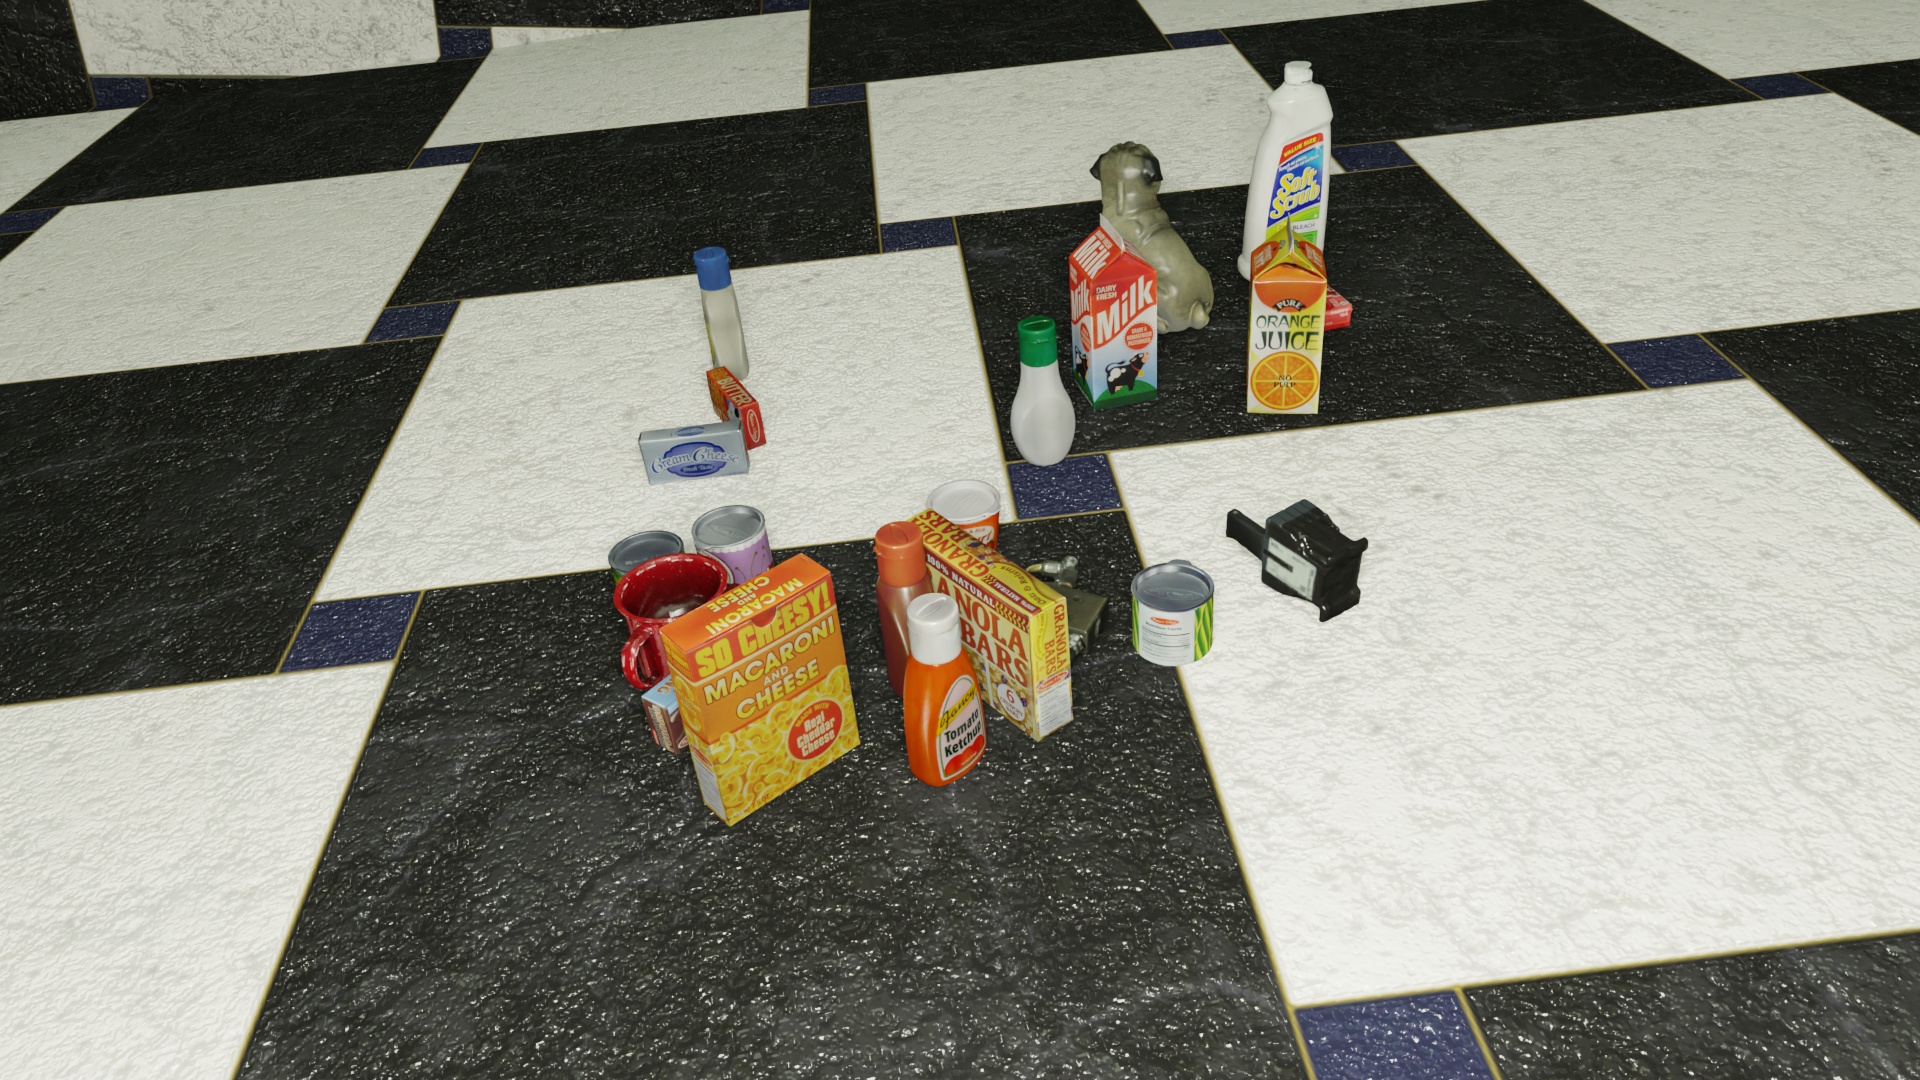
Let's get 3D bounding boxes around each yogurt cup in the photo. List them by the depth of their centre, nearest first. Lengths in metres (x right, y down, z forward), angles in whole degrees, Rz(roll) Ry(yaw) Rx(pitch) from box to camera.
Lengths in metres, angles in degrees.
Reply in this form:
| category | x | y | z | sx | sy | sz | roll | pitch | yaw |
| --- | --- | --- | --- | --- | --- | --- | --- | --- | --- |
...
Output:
| category | x | y | z | sx | sy | sz | roll | pitch | yaw |
| --- | --- | --- | --- | --- | --- | --- | --- | --- | --- |
| yogurt cup | 0.005 | -0.016 | 1.263 | 0.072 | 0.053 | 0.073 | -4 | 35 | 3 |

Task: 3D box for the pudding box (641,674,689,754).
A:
| category | x | y | z | sx | sy | sz | roll | pitch | yaw |
| --- | --- | --- | --- | --- | --- | --- | --- | --- | --- |
| pudding box | -0.209 | 0.123 | 1.098 | 0.030 | 0.049 | 0.084 | 19 | 42 | 31 |

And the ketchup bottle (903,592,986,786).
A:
| category | x | y | z | sx | sy | sz | roll | pitch | yaw |
| --- | --- | --- | --- | --- | --- | --- | --- | --- | --- |
| ketchup bottle | -0.015 | 0.107 | 1.008 | 0.043 | 0.148 | 0.065 | 24 | 45 | 36 |

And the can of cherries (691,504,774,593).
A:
| category | x | y | z | sx | sy | sz | roll | pitch | yaw |
| --- | --- | --- | --- | --- | --- | --- | --- | --- | --- |
| can of cherries | -0.206 | 0.011 | 1.250 | 0.071 | 0.058 | 0.072 | -4 | 35 | 3 |

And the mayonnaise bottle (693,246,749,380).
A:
| category | x | y | z | sx | sy | sz | roll | pitch | yaw |
| --- | --- | --- | --- | --- | --- | --- | --- | --- | --- |
| mayonnaise bottle | -0.269 | -0.254 | 1.559 | 0.041 | 0.147 | 0.065 | -12 | 35 | -9 |

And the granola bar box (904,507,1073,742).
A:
| category | x | y | z | sx | sy | sz | roll | pitch | yaw |
| --- | --- | --- | --- | --- | --- | --- | --- | --- | --- |
| granola bar box | 0.017 | 0.064 | 1.086 | 0.039 | 0.123 | 0.166 | -27 | 40 | -28 |

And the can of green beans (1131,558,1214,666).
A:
| category | x | y | z | sx | sy | sz | roll | pitch | yaw |
| --- | --- | --- | --- | --- | --- | --- | --- | --- | --- |
| can of green beans | 0.172 | 0.060 | 1.128 | 0.071 | 0.057 | 0.071 | -4 | 35 | 3 |

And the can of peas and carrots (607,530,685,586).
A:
| category | x | y | z | sx | sy | sz | roll | pitch | yaw |
| --- | --- | --- | --- | --- | --- | --- | --- | --- | --- |
| can of peas and carrots | -0.271 | 0.034 | 1.226 | 0.071 | 0.058 | 0.071 | -4 | 35 | 3 |

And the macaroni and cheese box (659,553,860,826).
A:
| category | x | y | z | sx | sy | sz | roll | pitch | yaw |
| --- | --- | --- | --- | --- | --- | --- | --- | --- | --- |
| macaroni and cheese box | -0.140 | 0.109 | 1.007 | 0.124 | 0.165 | 0.040 | -30 | 41 | -31 |

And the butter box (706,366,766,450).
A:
| category | x | y | z | sx | sy | sz | roll | pitch | yaw |
| --- | --- | --- | --- | --- | --- | --- | --- | --- | --- |
| butter box | -0.239 | -0.142 | 1.477 | 0.024 | 0.052 | 0.104 | -21 | 38 | -20 |

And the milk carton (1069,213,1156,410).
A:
| category | x | y | z | sx | sy | sz | roll | pitch | yaw |
| --- | --- | --- | --- | --- | --- | --- | --- | --- | --- |
| milk carton | 0.158 | -0.238 | 1.439 | 0.073 | 0.189 | 0.072 | -12 | 35 | -9 |

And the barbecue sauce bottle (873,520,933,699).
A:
| category | x | y | z | sx | sy | sz | roll | pitch | yaw |
| --- | --- | --- | --- | --- | --- | --- | --- | --- | --- |
| barbecue sauce bottle | -0.041 | 0.055 | 1.086 | 0.044 | 0.147 | 0.065 | -18 | 37 | -17 |

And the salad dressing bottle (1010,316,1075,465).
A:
| category | x | y | z | sx | sy | sz | roll | pitch | yaw |
| --- | --- | --- | --- | --- | --- | --- | --- | --- | --- |
| salad dressing bottle | 0.079 | -0.146 | 1.356 | 0.064 | 0.146 | 0.044 | -13 | 35 | -10 |

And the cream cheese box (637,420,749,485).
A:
| category | x | y | z | sx | sy | sz | roll | pitch | yaw |
| --- | --- | --- | --- | --- | --- | --- | --- | --- | --- |
| cream cheese box | -0.269 | -0.089 | 1.405 | 0.104 | 0.053 | 0.024 | -7 | 35 | -1 |

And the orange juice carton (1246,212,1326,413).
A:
| category | x | y | z | sx | sy | sz | roll | pitch | yaw |
| --- | --- | --- | --- | --- | --- | --- | --- | --- | --- |
| orange juice carton | 0.328 | -0.227 | 1.399 | 0.073 | 0.191 | 0.072 | 1 | 35 | 10 |
